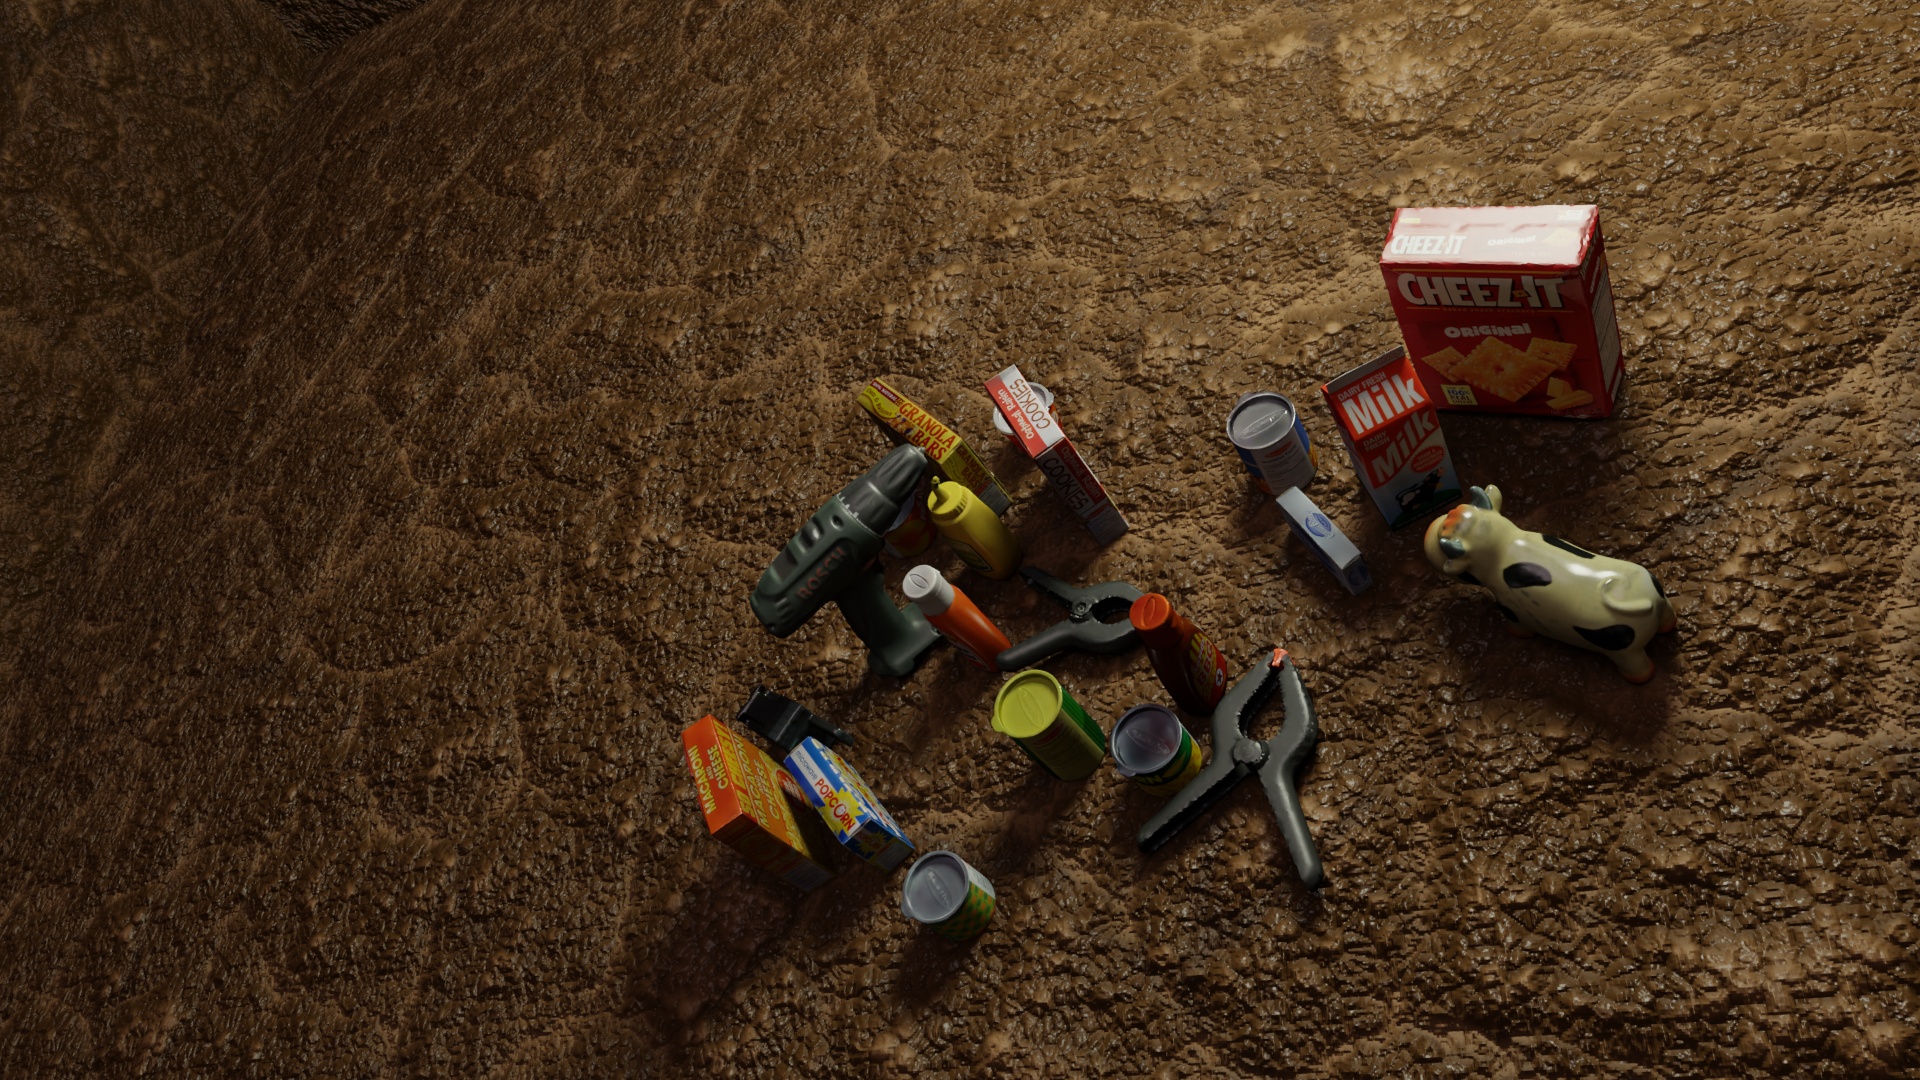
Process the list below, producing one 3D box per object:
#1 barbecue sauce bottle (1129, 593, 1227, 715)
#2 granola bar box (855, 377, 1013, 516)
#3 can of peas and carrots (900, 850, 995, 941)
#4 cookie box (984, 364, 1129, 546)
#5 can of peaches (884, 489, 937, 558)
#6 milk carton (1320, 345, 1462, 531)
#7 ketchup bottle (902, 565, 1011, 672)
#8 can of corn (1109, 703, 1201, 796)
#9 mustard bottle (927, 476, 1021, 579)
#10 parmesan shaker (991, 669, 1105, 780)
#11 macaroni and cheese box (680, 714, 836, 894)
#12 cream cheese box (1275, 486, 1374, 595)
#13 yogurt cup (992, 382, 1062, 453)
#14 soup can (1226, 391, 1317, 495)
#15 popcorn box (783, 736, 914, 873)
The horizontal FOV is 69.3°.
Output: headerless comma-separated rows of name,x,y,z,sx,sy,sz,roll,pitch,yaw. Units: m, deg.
barbecue sauce bottle,0.190,0.097,1.218,0.043,0.148,0.065,1,60,32
granola bar box,-0.028,-0.098,1.503,0.039,0.124,0.166,-47,47,-5
can of peas and carrots,-0.011,0.321,1.245,0.071,0.058,0.071,-16,52,22
cookie box,0.096,-0.083,1.388,0.040,0.167,0.123,-36,48,6
can of peaches,-0.064,-0.023,1.517,0.071,0.058,0.071,-16,52,22
milk carton,0.374,-0.097,1.213,0.072,0.190,0.074,-29,49,12
ketchup bottle,-0.005,0.074,1.352,0.065,0.148,0.043,31,79,42
can of corn,0.172,0.188,1.226,0.071,0.058,0.071,-16,52,22
mustard bottle,0.005,-0.018,1.402,0.065,0.159,0.049,17,70,38
parmesan shaker,0.080,0.171,1.264,0.071,0.102,0.071,-16,52,22
macaroni and cheese box,-0.193,0.254,1.329,0.040,0.166,0.124,-35,48,6
cream cheese box,0.332,0.000,1.264,0.024,0.053,0.104,-38,47,4
yogurt cup,0.076,-0.130,1.509,0.072,0.053,0.073,-16,52,22
soup can,0.298,-0.094,1.329,0.071,0.083,0.072,-16,52,22
popcorn box,-0.108,0.253,1.333,0.038,0.085,0.127,-44,47,-2
